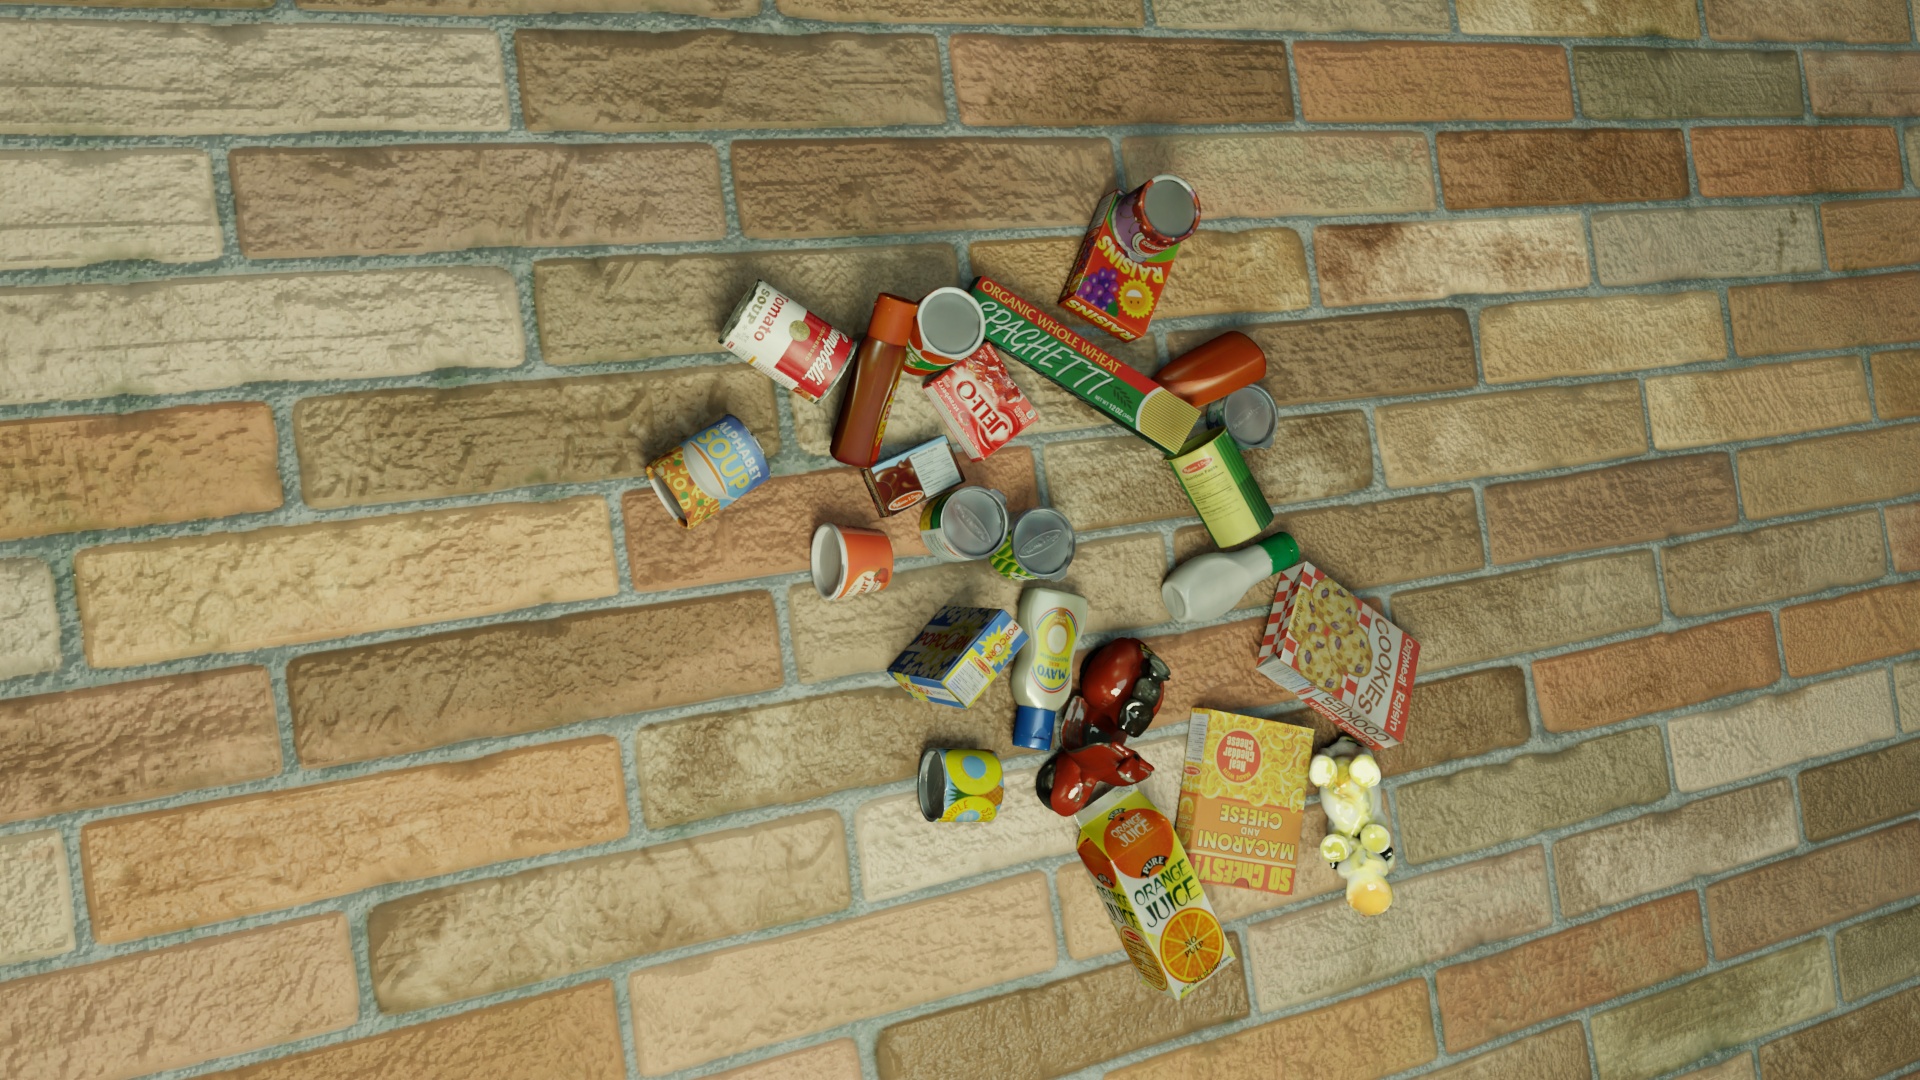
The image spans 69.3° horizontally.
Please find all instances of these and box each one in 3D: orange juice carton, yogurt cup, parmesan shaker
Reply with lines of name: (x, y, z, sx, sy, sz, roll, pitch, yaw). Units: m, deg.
orange juice carton: (0.174, 0.323, 1.300, 0.072, 0.073, 0.192, -28, 96, -22)
yogurt cup: (-0.095, 0.018, 1.220, 0.054, 0.072, 0.072, -1, 87, -30)
parmesan shaker: (0.254, -0.052, 1.370, 0.071, 0.071, 0.103, -34, 100, -21)

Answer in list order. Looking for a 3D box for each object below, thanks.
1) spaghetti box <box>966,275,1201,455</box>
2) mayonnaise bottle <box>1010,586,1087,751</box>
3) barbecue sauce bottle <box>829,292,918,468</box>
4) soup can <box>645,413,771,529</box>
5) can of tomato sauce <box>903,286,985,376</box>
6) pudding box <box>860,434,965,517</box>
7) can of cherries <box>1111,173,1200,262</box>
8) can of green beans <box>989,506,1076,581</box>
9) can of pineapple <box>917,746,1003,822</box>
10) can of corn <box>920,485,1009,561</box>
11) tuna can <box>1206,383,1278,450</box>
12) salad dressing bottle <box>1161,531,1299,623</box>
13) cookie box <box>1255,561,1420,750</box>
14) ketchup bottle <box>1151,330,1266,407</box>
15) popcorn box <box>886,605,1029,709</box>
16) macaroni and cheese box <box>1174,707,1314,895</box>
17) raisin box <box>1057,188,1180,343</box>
spaghetti box: (0.110, -0.164, 1.310, 0.250, 0.028, 0.050, 31, 86, -7)
mayonnaise bottle: (0.078, 0.120, 1.294, 0.065, 0.041, 0.148, 13, 80, -23)
barbecue sauce bottle: (-0.075, -0.140, 1.212, 0.044, 0.065, 0.148, 16, 105, -6)
soup can: (-0.212, -0.058, 1.172, 0.084, 0.071, 0.071, -35, 99, -21)
can of tomato sauce: (-0.025, -0.188, 1.253, 0.071, 0.083, 0.071, 2, 85, -23)
pudding box: (-0.043, -0.059, 1.264, 0.084, 0.030, 0.049, -26, 97, -22)
can of cherries: (0.186, -0.305, 1.320, 0.071, 0.058, 0.071, 2, 84, -23)
can of green beans: (0.065, 0.004, 1.289, 0.071, 0.057, 0.071, 2, 85, -22)
can of pineapple: (0.000, 0.220, 1.239, 0.058, 0.071, 0.071, 5, 84, -22)
can of corn: (0.005, -0.016, 1.265, 0.071, 0.058, 0.071, 2, 85, -22)
tuna can: (0.286, -0.122, 1.404, 0.071, 0.033, 0.071, 2, 85, -22)
salad dressing bottle: (0.270, 0.034, 1.379, 0.148, 0.044, 0.064, -23, 108, -24)
cookie box: (0.385, 0.117, 1.403, 0.167, 0.040, 0.123, 34, 56, -16)
ketchup bottle: (0.224, -0.156, 1.368, 0.149, 0.065, 0.043, -27, 132, -14)
popcorn box: (-0.004, 0.100, 1.216, 0.038, 0.126, 0.085, 47, 71, -16)
macaroni and cheese box: (0.277, 0.257, 1.366, 0.124, 0.040, 0.166, 13, 81, -20)
raisin box: (0.158, -0.268, 1.359, 0.086, 0.040, 0.123, 27, 75, -19)
